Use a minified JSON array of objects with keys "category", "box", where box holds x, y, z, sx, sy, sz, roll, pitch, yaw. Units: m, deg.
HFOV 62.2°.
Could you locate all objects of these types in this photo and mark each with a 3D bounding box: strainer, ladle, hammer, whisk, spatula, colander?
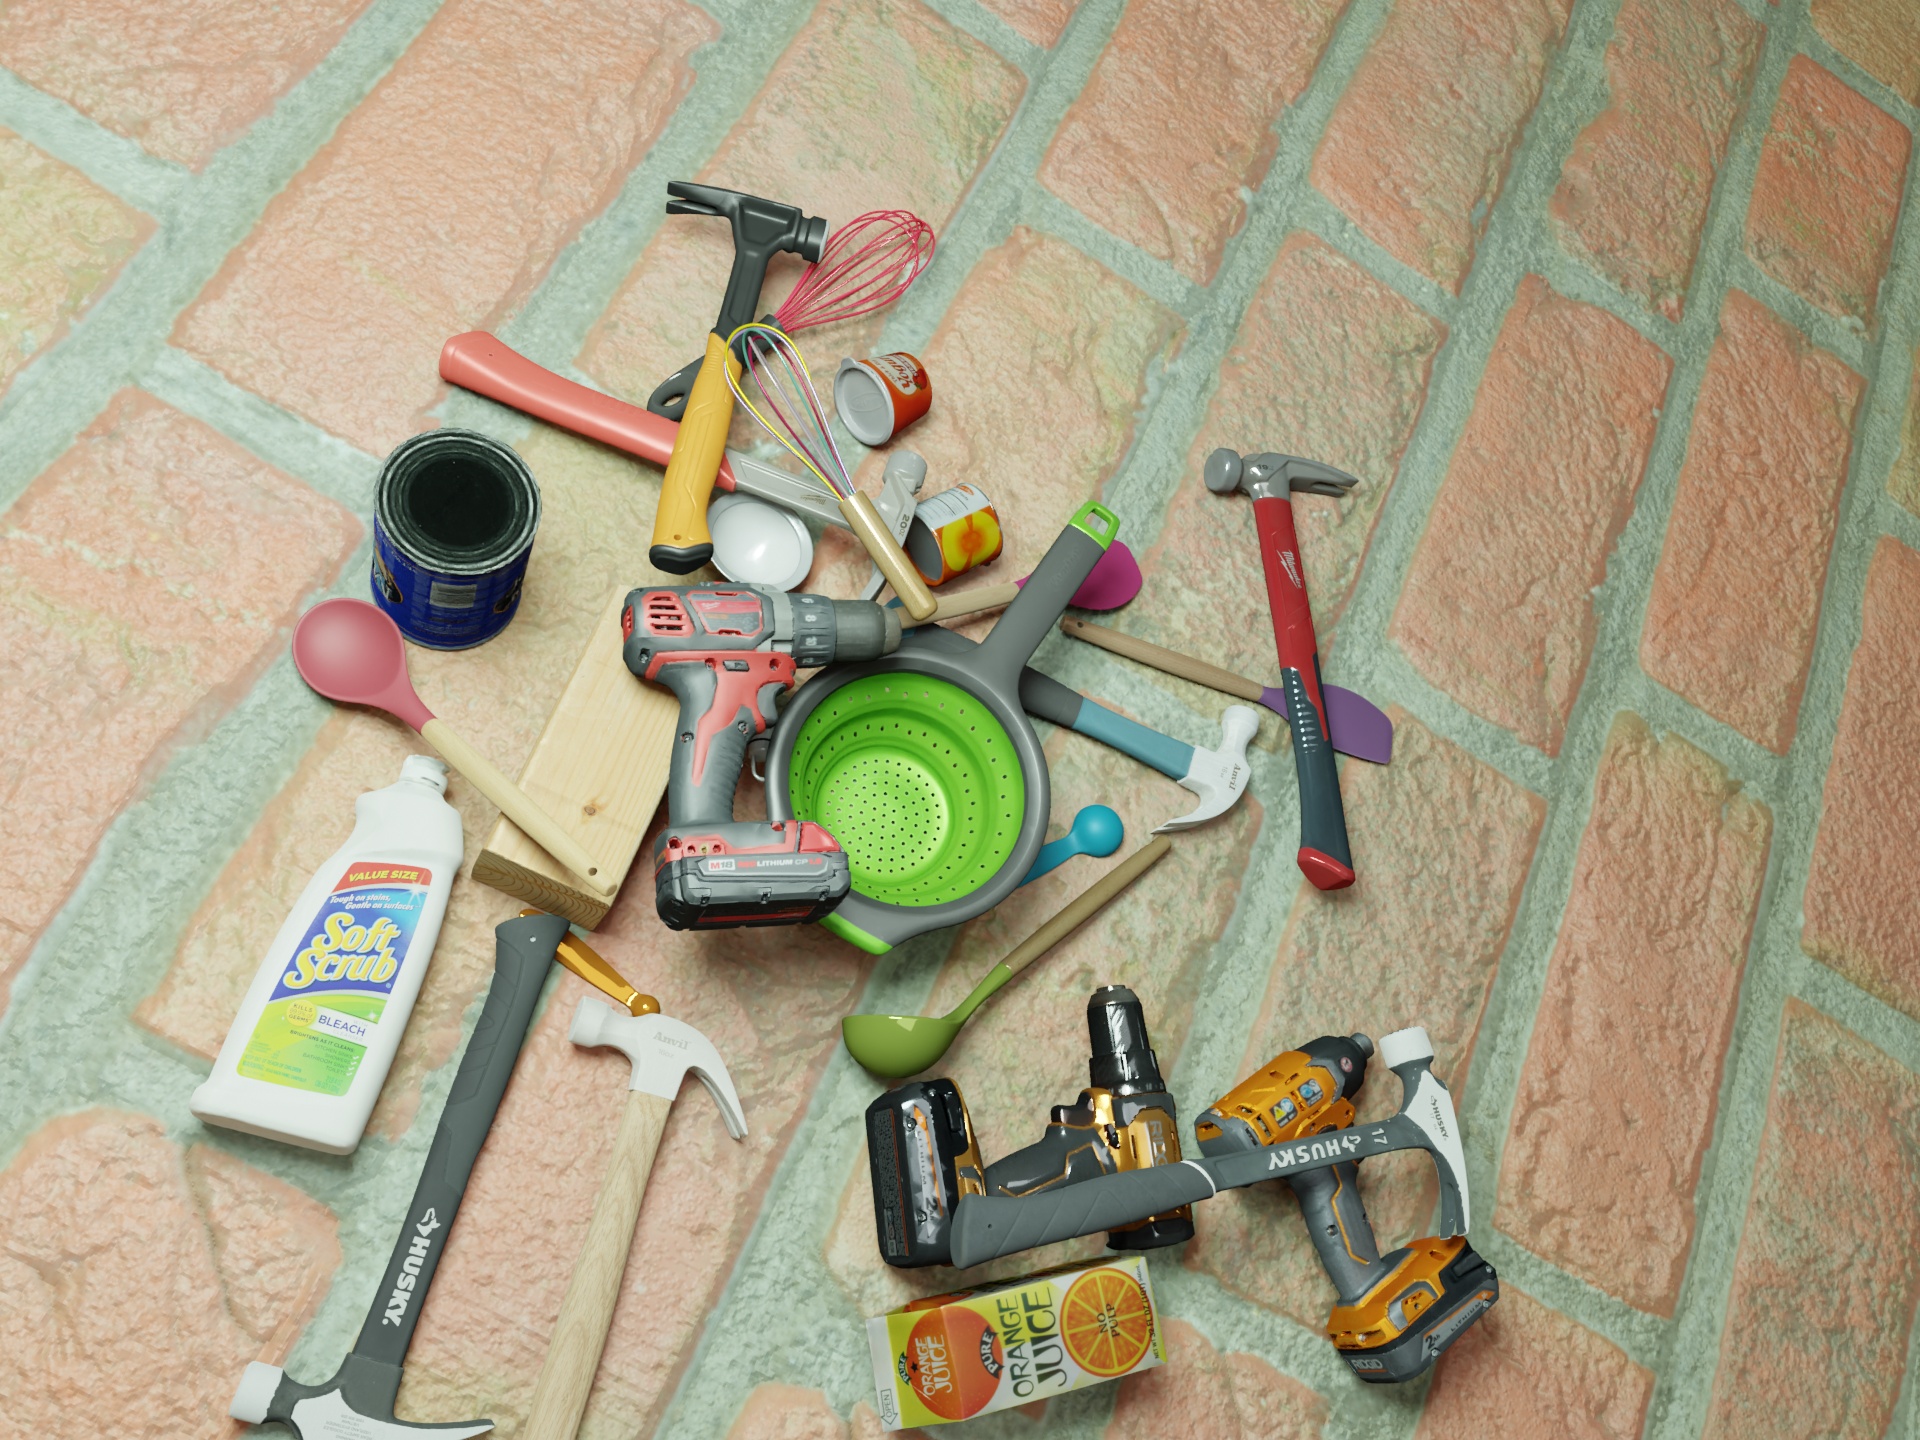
[{"category":"strainer","box":[-0.149,-0.070,1.155,0.086,0.050,0.259,10,57,-25]},{"category":"ladle","box":[0.044,0.159,1.166,0.320,0.078,0.062,-33,95,-33]},{"category":"hammer","box":[0.295,-0.048,1.325,0.143,0.038,0.387,5,66,-23]},{"category":"whisk","box":[-0.132,-0.322,1.262,0.296,0.073,0.073,-41,90,-21]},{"category":"hammer","box":[-0.313,0.279,0.993,0.146,0.035,0.335,21,67,-13]},{"category":"whisk","box":[-0.087,-0.178,1.125,0.047,0.051,0.245,-34,91,-42]},{"category":"hammer","box":[-0.184,-0.254,1.159,0.127,0.034,0.337,13,62,-9]},{"category":"spatula","box":[0.226,-0.033,1.320,0.315,0.018,0.060,18,64,-16]},{"category":"hammer","box":[-0.210,-0.193,1.162,0.359,0.036,0.149,21,61,-3]},{"category":"ladle","box":[-0.323,0.017,1.017,0.316,0.031,0.069,36,73,25]},{"category":"hammer","box":[0.079,-0.014,1.250,0.331,0.033,0.128,25,64,-11]},{"category":"hammer","box":[-0.227,0.351,1.004,0.130,0.031,0.331,21,67,-17]},{"category":"colander","box":[-0.002,-0.004,1.172,0.204,0.094,0.397,36,66,-2]},{"category":"hammer","box":[0.179,0.315,1.086,0.408,0.036,0.149,-5,67,-25]}]

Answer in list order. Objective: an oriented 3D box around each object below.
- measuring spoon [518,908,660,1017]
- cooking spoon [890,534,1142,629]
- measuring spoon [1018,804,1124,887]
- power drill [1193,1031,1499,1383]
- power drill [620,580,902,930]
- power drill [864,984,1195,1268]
[{"category":"measuring spoon","box":[-0.250,0.164,1.072,0.117,0.011,0.021,39,63,-5]},{"category":"cooking spoon","box":[0.022,-0.096,1.237,0.319,0.017,0.069,-16,78,-36]},{"category":"measuring spoon","box":[0.075,0.100,1.214,0.128,0.021,0.042,-25,82,-28]},{"category":"power drill","box":[0.295,0.350,1.183,0.164,0.084,0.226,-28,81,-29]},{"category":"power drill","box":[-0.121,0.015,1.038,0.187,0.080,0.227,-1,70,-20]},{"category":"power drill","box":[0.052,0.283,1.113,0.226,0.084,0.185,1,71,-25]}]
